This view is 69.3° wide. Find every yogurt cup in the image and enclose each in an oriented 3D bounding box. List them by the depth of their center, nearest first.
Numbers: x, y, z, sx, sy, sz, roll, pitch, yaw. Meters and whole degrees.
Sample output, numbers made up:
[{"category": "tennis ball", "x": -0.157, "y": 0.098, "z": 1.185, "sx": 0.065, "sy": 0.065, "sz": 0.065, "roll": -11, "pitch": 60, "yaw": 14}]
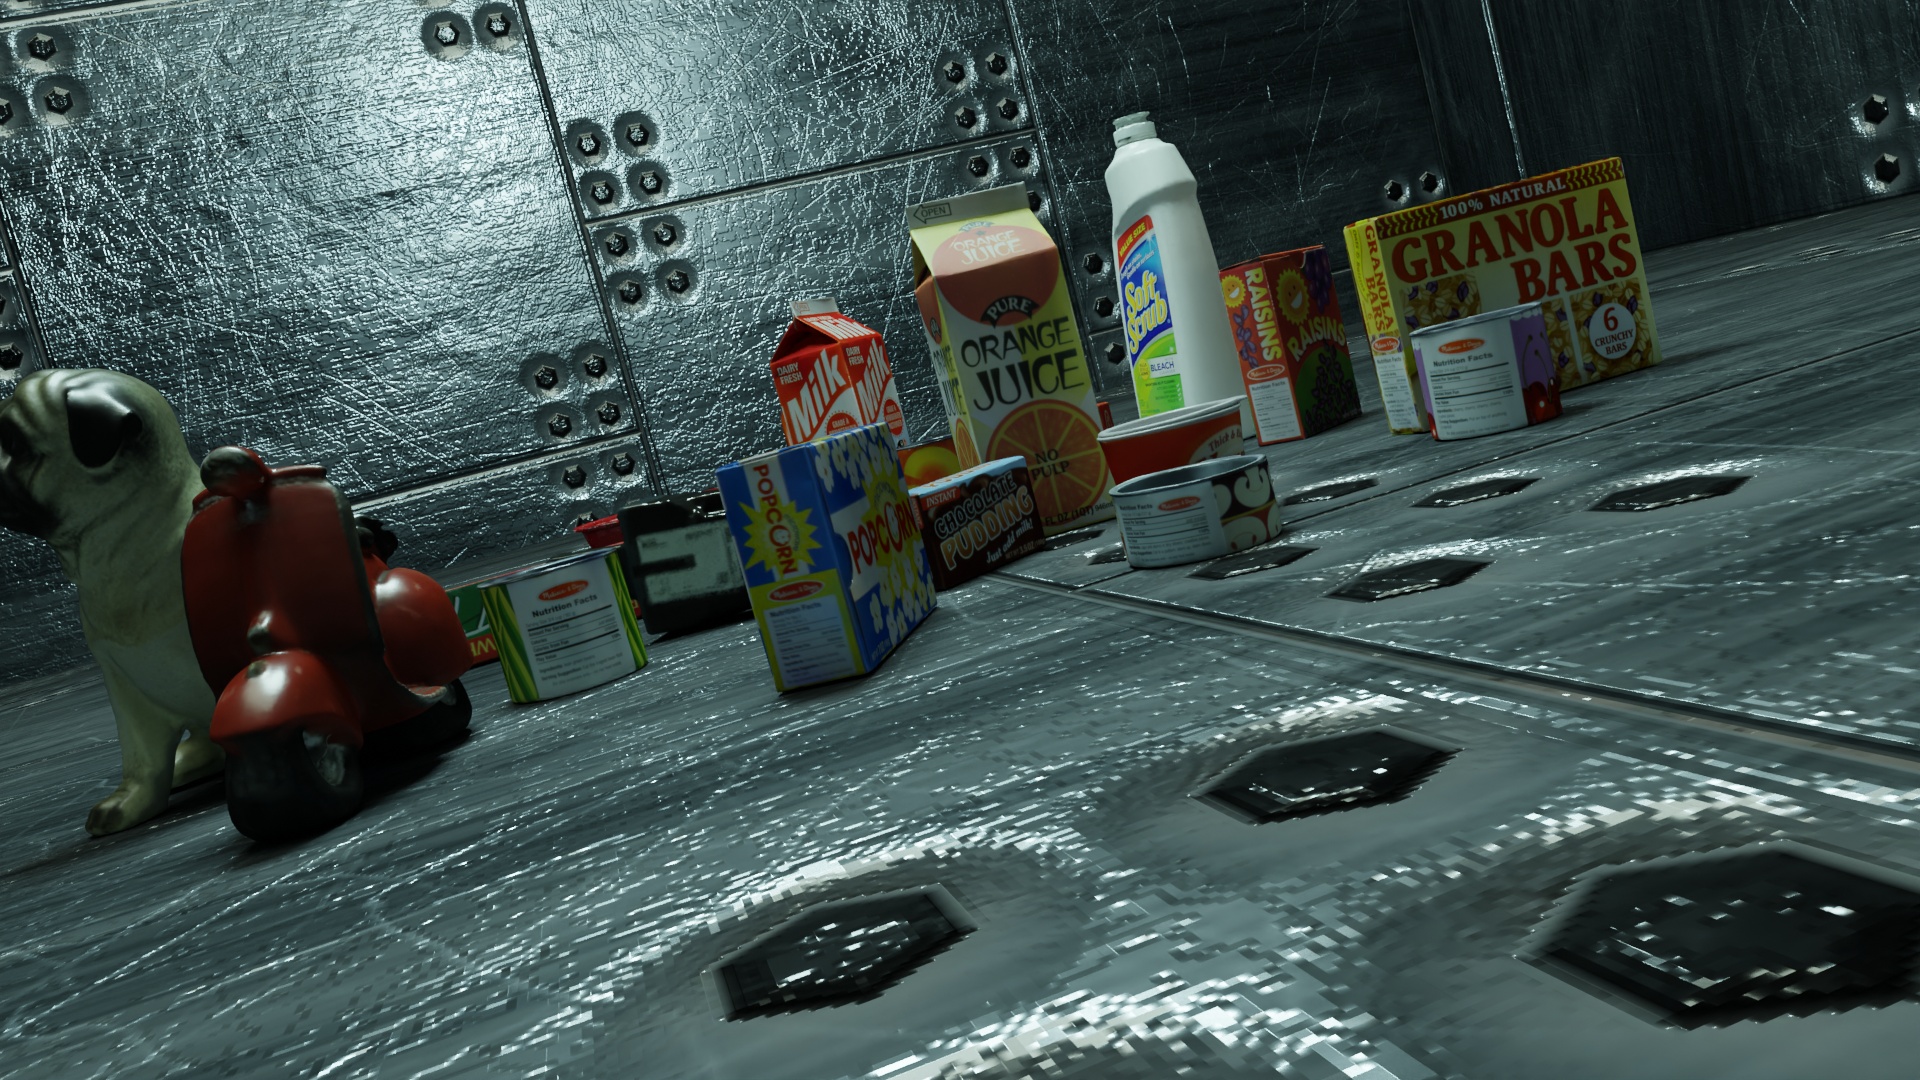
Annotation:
[{"category": "yogurt cup", "x": 0.103, "y": -0.033, "z": 0.648, "sx": 0.072, "sy": 0.054, "sz": 0.072, "roll": -14, "pitch": 6, "yaw": 2}]

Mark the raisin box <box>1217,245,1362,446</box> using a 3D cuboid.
[{"category": "raisin box", "x": 0.226, "y": -0.134, "z": 0.948, "sx": 0.040, "sy": 0.123, "sz": 0.086, "roll": -9, "pitch": 8, "yaw": 46}]

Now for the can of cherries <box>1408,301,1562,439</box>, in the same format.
[{"category": "can of cherries", "x": 0.274, "y": -0.088, "z": 0.722, "sx": 0.071, "sy": 0.058, "sz": 0.071, "roll": -14, "pitch": 6, "yaw": 2}]

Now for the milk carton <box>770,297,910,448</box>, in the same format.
[{"category": "milk carton", "x": -0.098, "y": -0.108, "z": 1.154, "sx": 0.073, "sy": 0.190, "sz": 0.072, "roll": -12, "pitch": 6, "yaw": 27}]

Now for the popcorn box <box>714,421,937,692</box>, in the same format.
[{"category": "popcorn box", "x": -0.048, "y": 0.001, "z": 0.548, "sx": 0.038, "sy": 0.085, "sz": 0.127, "roll": -13, "pitch": 6, "yaw": 12}]

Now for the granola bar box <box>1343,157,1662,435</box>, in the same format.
[{"category": "granola bar box", "x": 0.314, "y": -0.141, "z": 0.804, "sx": 0.166, "sy": 0.124, "sz": 0.039, "roll": -16, "pitch": 6, "yaw": -14}]

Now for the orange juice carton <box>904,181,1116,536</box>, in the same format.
[{"category": "orange juice carton", "x": 0.026, "y": -0.099, "z": 0.774, "sx": 0.072, "sy": 0.192, "sz": 0.073, "roll": -16, "pitch": 6, "yaw": -9}]

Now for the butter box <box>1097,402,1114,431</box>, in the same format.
[{"category": "butter box", "x": 0.067, "y": -0.067, "z": 1.044, "sx": 0.103, "sy": 0.053, "sz": 0.024, "roll": -11, "pitch": 7, "yaw": 28}]

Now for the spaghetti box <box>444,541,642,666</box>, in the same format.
[{"category": "spaghetti box", "x": -0.305, "y": 0.053, "z": 0.845, "sx": 0.251, "sy": 0.050, "sz": 0.028, "roll": -17, "pitch": 6, "yaw": -18}]

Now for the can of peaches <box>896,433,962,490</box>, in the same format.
[{"category": "can of peaches", "x": -0.016, "y": -0.047, "z": 1.037, "sx": 0.071, "sy": 0.058, "sz": 0.071, "roll": -14, "pitch": 6, "yaw": 2}]

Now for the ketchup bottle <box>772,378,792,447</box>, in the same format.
[{"category": "ketchup bottle", "x": -0.136, "y": -0.088, "z": 1.264, "sx": 0.043, "sy": 0.148, "sz": 0.065, "roll": -14, "pitch": 6, "yaw": 6}]

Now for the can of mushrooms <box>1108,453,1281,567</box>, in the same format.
[{"category": "can of mushrooms", "x": 0.099, "y": -0.013, "z": 0.576, "sx": 0.071, "sy": 0.033, "sz": 0.071, "roll": -14, "pitch": 6, "yaw": 2}]

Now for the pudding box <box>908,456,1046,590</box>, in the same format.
[{"category": "pudding box", "x": 0.002, "y": -0.009, "z": 0.685, "sx": 0.030, "sy": 0.049, "sz": 0.084, "roll": -9, "pitch": 8, "yaw": 42}]

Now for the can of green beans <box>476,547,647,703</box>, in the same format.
[{"category": "can of green beans", "x": -0.187, "y": 0.040, "z": 0.657, "sx": 0.071, "sy": 0.057, "sz": 0.071, "roll": -14, "pitch": 6, "yaw": 2}]
